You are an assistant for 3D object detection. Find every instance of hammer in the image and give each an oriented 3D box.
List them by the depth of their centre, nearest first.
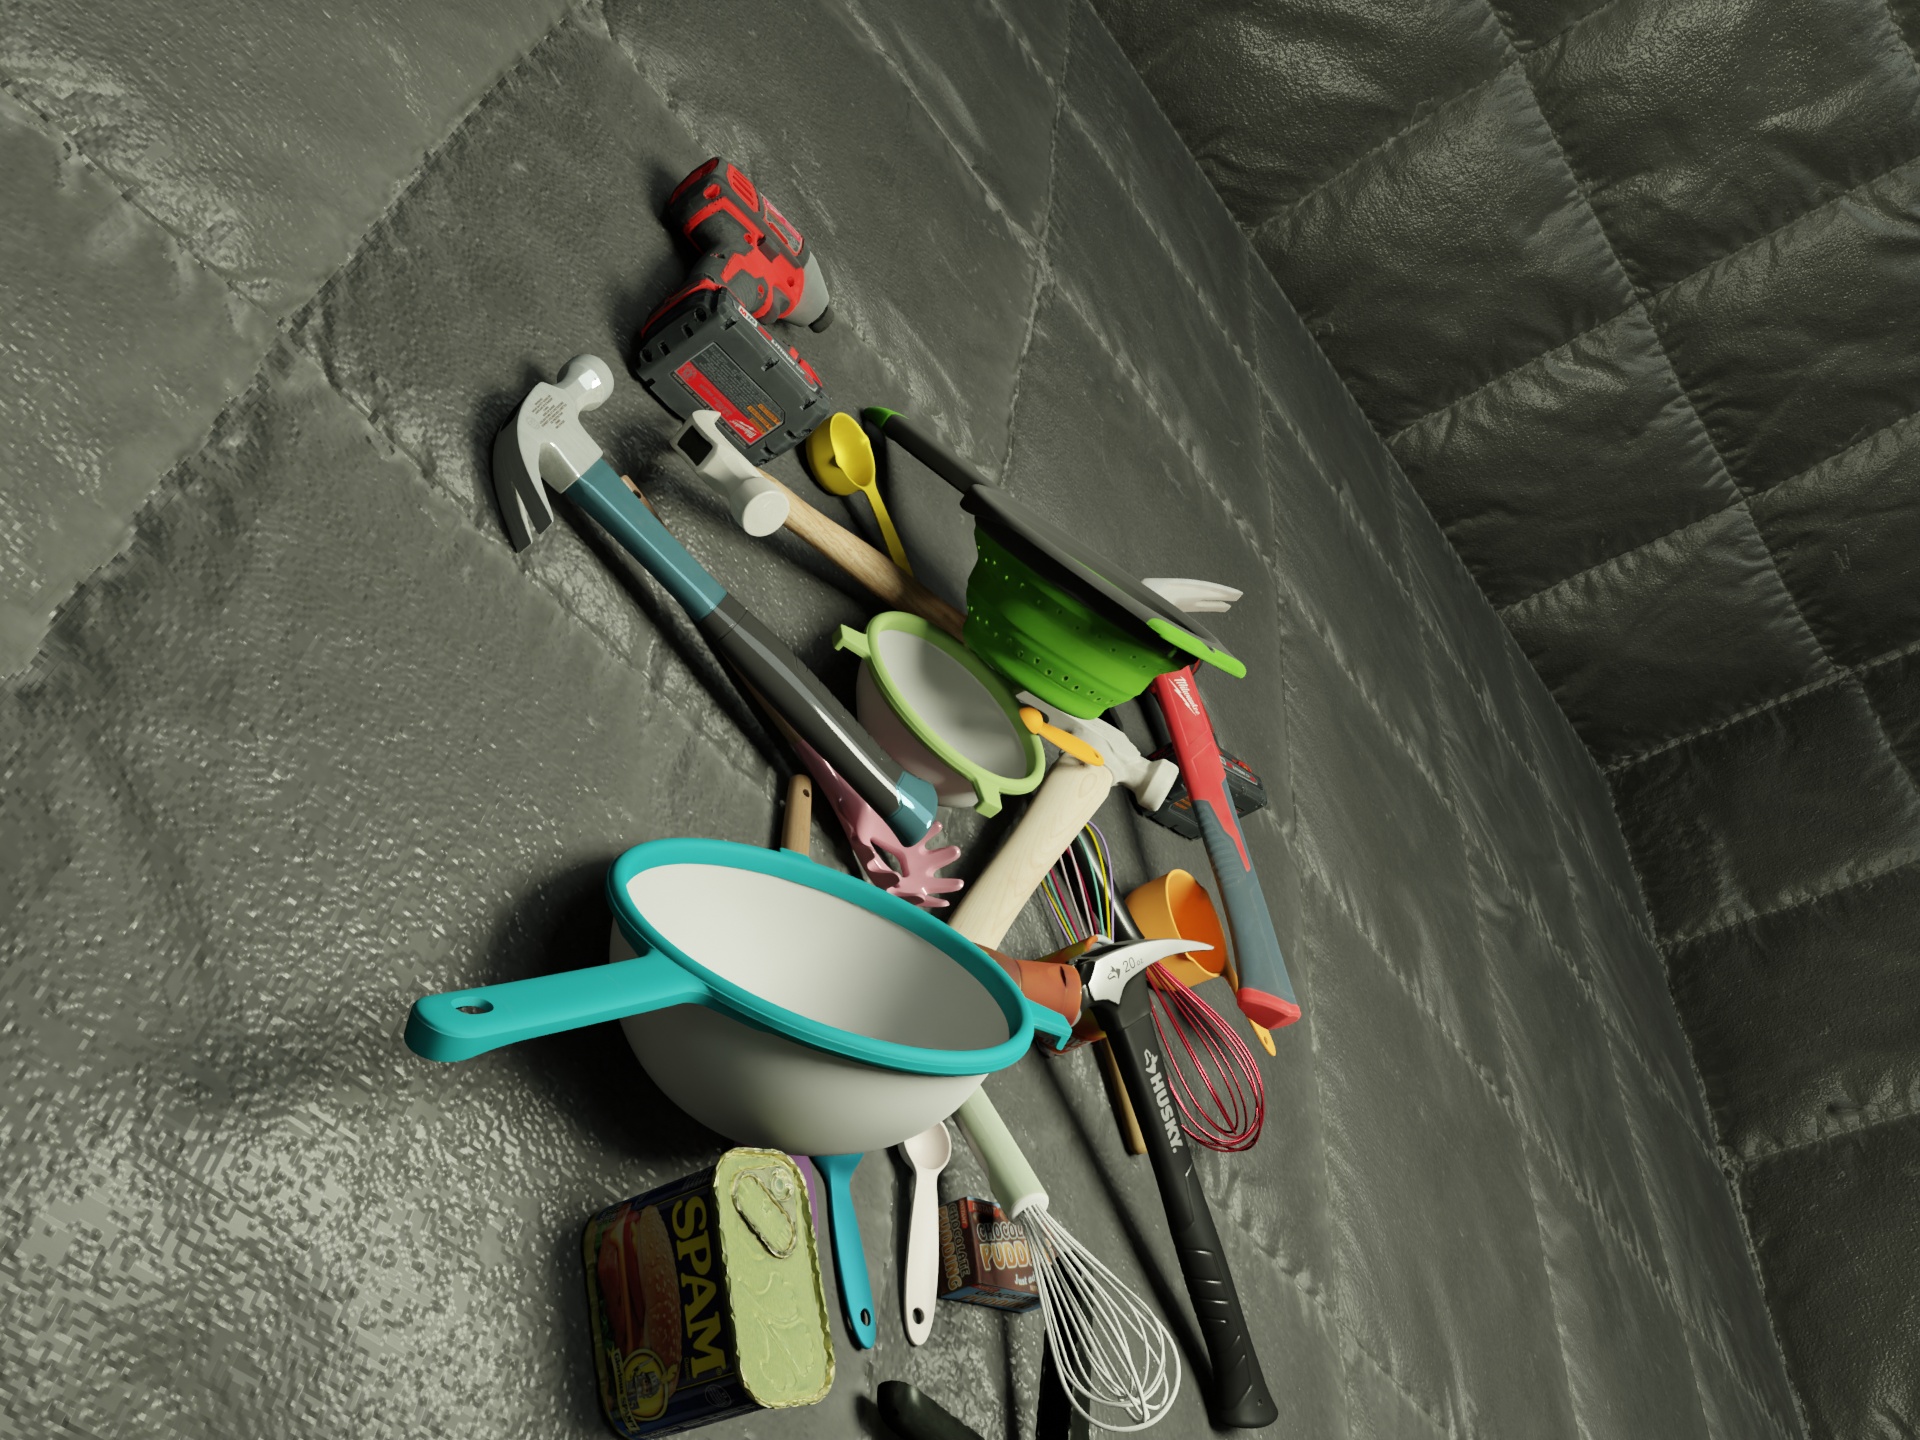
[{"bbox_3d":[-0.130,-0.055,0.898,0.331,0.033,0.128,47,38,-15],"label":"hammer"},{"bbox_3d":[0.145,0.300,1.024,0.146,0.035,0.334,-23,97,-39],"label":"hammer"},{"bbox_3d":[0.021,0.102,1.029,0.146,0.038,0.411,29,35,7],"label":"hammer"},{"bbox_3d":[-0.074,-0.110,1.048,0.130,0.031,0.331,47,9,33],"label":"hammer"},{"bbox_3d":[0.211,0.055,1.272,0.143,0.038,0.387,-2,62,-24],"label":"hammer"}]

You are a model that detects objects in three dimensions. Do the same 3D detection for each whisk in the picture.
[{"bbox_3d":[0.039,0.268,0.850,0.247,0.059,0.057,52,-16,45],"label":"whisk"},{"bbox_3d":[0.094,0.181,1.117,0.047,0.051,0.245,4,67,-50],"label":"whisk"},{"bbox_3d":[0.136,0.182,1.166,0.296,0.073,0.073,60,27,7],"label":"whisk"}]

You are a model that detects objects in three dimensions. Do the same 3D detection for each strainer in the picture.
[{"bbox_3d":[-0.111,0.141,0.694,0.211,0.095,0.340,28,13,28],"label":"strainer"},{"bbox_3d":[-0.002,-0.003,1.080,0.151,0.069,0.256,49,22,8],"label":"strainer"}]

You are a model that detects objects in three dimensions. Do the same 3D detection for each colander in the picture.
[{"bbox_3d":[0.024,-0.108,1.122,0.204,0.094,0.398,21,17,-47],"label":"colander"}]

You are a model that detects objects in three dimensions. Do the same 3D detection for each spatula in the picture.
[{"bbox_3d":[-0.092,0.158,0.835,0.059,0.018,0.316,34,39,-35],"label":"spatula"}]

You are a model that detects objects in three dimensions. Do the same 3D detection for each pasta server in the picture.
[{"bbox_3d":[-0.105,-0.014,0.944,0.316,0.040,0.060,55,37,-10],"label":"pasta server"}]

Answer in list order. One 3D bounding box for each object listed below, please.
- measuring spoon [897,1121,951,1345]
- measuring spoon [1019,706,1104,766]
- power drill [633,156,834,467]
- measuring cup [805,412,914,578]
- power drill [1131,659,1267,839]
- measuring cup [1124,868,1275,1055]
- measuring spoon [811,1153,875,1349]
[{"bbox_3d":[-0.024,0.273,0.858,0.034,0.018,0.124,26,50,-32],"label":"measuring spoon"},{"bbox_3d":[0.073,0.011,1.087,0.116,0.011,0.021,27,33,-54],"label":"measuring spoon"},{"bbox_3d":[-0.142,-0.277,1.081,0.143,0.078,0.220,43,30,-34],"label":"power drill"},{"bbox_3d":[-0.069,-0.145,1.150,0.156,0.029,0.062,67,26,-18],"label":"measuring cup"},{"bbox_3d":[0.173,-0.025,1.397,0.187,0.080,0.227,28,40,-48],"label":"power drill"},{"bbox_3d":[0.184,0.199,1.239,0.173,0.052,0.095,58,27,-13],"label":"measuring cup"},{"bbox_3d":[-0.053,0.252,0.813,0.042,0.021,0.129,24,44,-50],"label":"measuring spoon"}]
